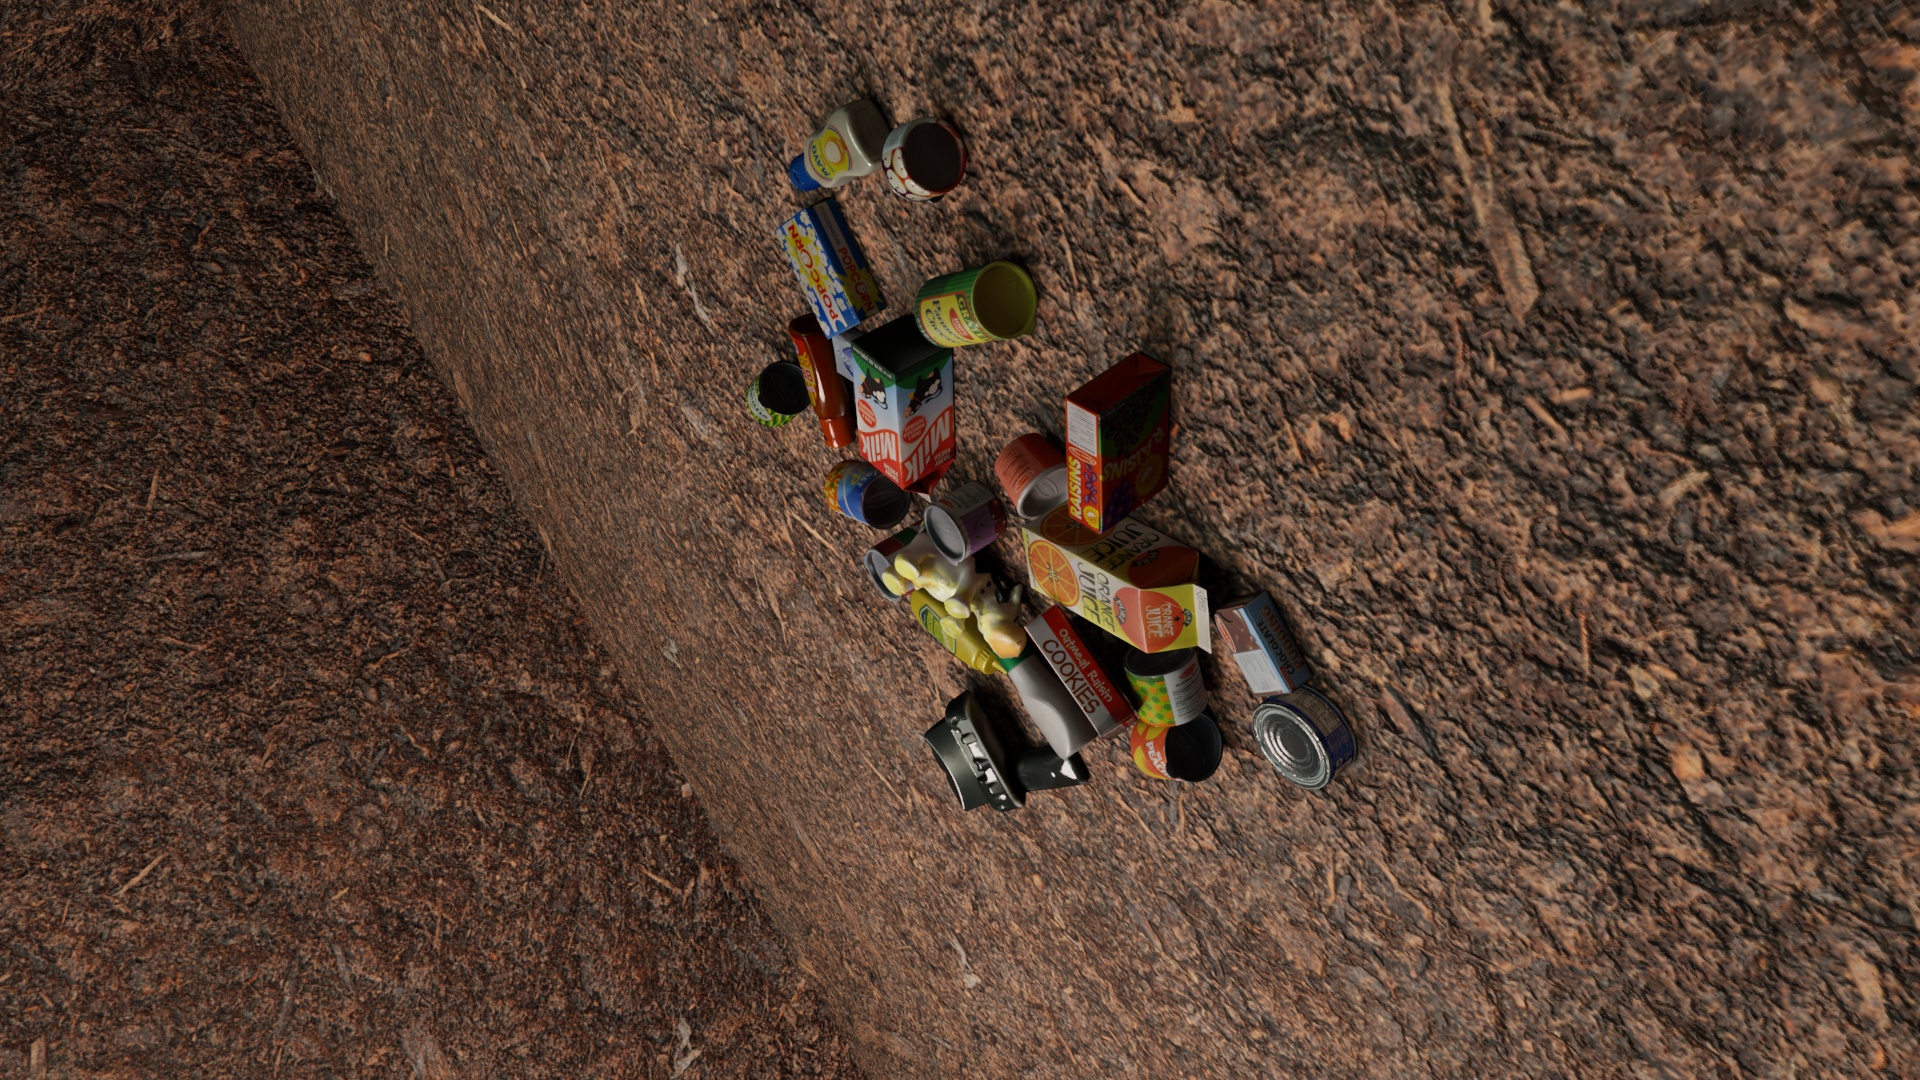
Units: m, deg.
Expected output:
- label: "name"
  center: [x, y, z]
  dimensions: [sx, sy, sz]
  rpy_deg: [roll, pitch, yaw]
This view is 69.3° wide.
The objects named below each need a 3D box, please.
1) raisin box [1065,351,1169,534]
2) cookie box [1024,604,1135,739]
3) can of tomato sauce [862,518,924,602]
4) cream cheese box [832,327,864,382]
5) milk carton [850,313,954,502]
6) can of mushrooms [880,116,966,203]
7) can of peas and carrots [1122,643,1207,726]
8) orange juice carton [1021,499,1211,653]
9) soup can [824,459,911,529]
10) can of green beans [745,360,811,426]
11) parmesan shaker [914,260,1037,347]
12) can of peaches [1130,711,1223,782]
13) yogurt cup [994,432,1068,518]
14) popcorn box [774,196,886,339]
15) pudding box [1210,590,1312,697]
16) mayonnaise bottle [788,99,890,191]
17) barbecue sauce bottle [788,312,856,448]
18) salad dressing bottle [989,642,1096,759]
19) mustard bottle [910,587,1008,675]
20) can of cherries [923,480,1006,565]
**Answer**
- label: "raisin box"
  center: [0.128, -0.077, 1.120]
  dimensions: [0.040, 0.086, 0.122]
  rpy_deg: [32, 143, 35]
- label: "cookie box"
  center: [0.118, 0.128, 1.319]
  dimensions: [0.123, 0.040, 0.167]
  rpy_deg: [55, -179, 13]
- label: "can of tomato sauce"
  center: [-0.054, 0.019, 1.534]
  dimensions: [0.071, 0.083, 0.070]
  rpy_deg: [41, 148, 33]
- label: "cream cheese box"
  center: [-0.096, -0.186, 1.463]
  dimensions: [0.104, 0.024, 0.053]
  rpy_deg: [35, 145, 40]
- label: "milk carton"
  center: [-0.056, -0.124, 1.402]
  dimensions: [0.072, 0.074, 0.189]
  rpy_deg: [40, 148, 33]
- label: "can of mushrooms"
  center: [-0.029, -0.319, 1.167]
  dimensions: [0.033, 0.071, 0.071]
  rpy_deg: [1, 118, 58]
- label: "can of peas and carrots"
  center: [0.184, 0.125, 1.254]
  dimensions: [0.071, 0.071, 0.058]
  rpy_deg: [19, 134, 52]
- label: "orange juice carton"
  center: [0.146, 0.034, 1.217]
  dimensions: [0.193, 0.073, 0.071]
  rpy_deg: [30, 141, 44]
- label: "soup can"
  center: [-0.106, -0.056, 1.568]
  dimensions: [0.084, 0.071, 0.071]
  rpy_deg: [21, 135, 51]
- label: "can of green beans"
  center: [-0.214, -0.172, 1.633]
  dimensions: [0.071, 0.071, 0.057]
  rpy_deg: [61, 153, -3]
- label: "parmesan shaker"
  center: [0.013, -0.202, 1.213]
  dimensions: [0.103, 0.071, 0.071]
  rpy_deg: [3, 120, 59]
- label: "can of peaches"
  center: [0.199, 0.191, 1.290]
  dimensions: [0.058, 0.071, 0.071]
  rpy_deg: [-9, 109, 63]
- label: "yogurt cup"
  center: [0.068, -0.061, 1.268]
  dimensions: [0.054, 0.072, 0.072]
  rpy_deg: [53, 154, 29]
- label: "popcorn box"
  center: [-0.134, -0.278, 1.419]
  dimensions: [0.085, 0.038, 0.126]
  rpy_deg: [-10, 108, 61]
- label: "pudding box"
  center: [0.247, 0.086, 1.144]
  dimensions: [0.083, 0.030, 0.049]
  rpy_deg: [61, 154, -3]
- label: "mayonnaise bottle"
  center: [-0.116, -0.361, 1.298]
  dimensions: [0.148, 0.041, 0.064]
  rpy_deg: [-4, 116, 60]
- label: "barbecue sauce bottle"
  center: [-0.150, -0.175, 1.543]
  dimensions: [0.065, 0.044, 0.147]
  rpy_deg: [-131, 23, -56]
- label: "salad dressing bottle"
  center: [0.086, 0.161, 1.485]
  dimensions: [0.148, 0.044, 0.064]
  rpy_deg: [55, 153, 11]
- label: "mustard bottle"
  center: [0.008, 0.104, 1.552]
  dimensions: [0.160, 0.049, 0.065]
  rpy_deg: [41, 150, 32]
- label: "can of cherries"
  center: [0.005, -0.018, 1.424]
  dimensions: [0.071, 0.058, 0.071]
  rpy_deg: [39, 147, 32]
